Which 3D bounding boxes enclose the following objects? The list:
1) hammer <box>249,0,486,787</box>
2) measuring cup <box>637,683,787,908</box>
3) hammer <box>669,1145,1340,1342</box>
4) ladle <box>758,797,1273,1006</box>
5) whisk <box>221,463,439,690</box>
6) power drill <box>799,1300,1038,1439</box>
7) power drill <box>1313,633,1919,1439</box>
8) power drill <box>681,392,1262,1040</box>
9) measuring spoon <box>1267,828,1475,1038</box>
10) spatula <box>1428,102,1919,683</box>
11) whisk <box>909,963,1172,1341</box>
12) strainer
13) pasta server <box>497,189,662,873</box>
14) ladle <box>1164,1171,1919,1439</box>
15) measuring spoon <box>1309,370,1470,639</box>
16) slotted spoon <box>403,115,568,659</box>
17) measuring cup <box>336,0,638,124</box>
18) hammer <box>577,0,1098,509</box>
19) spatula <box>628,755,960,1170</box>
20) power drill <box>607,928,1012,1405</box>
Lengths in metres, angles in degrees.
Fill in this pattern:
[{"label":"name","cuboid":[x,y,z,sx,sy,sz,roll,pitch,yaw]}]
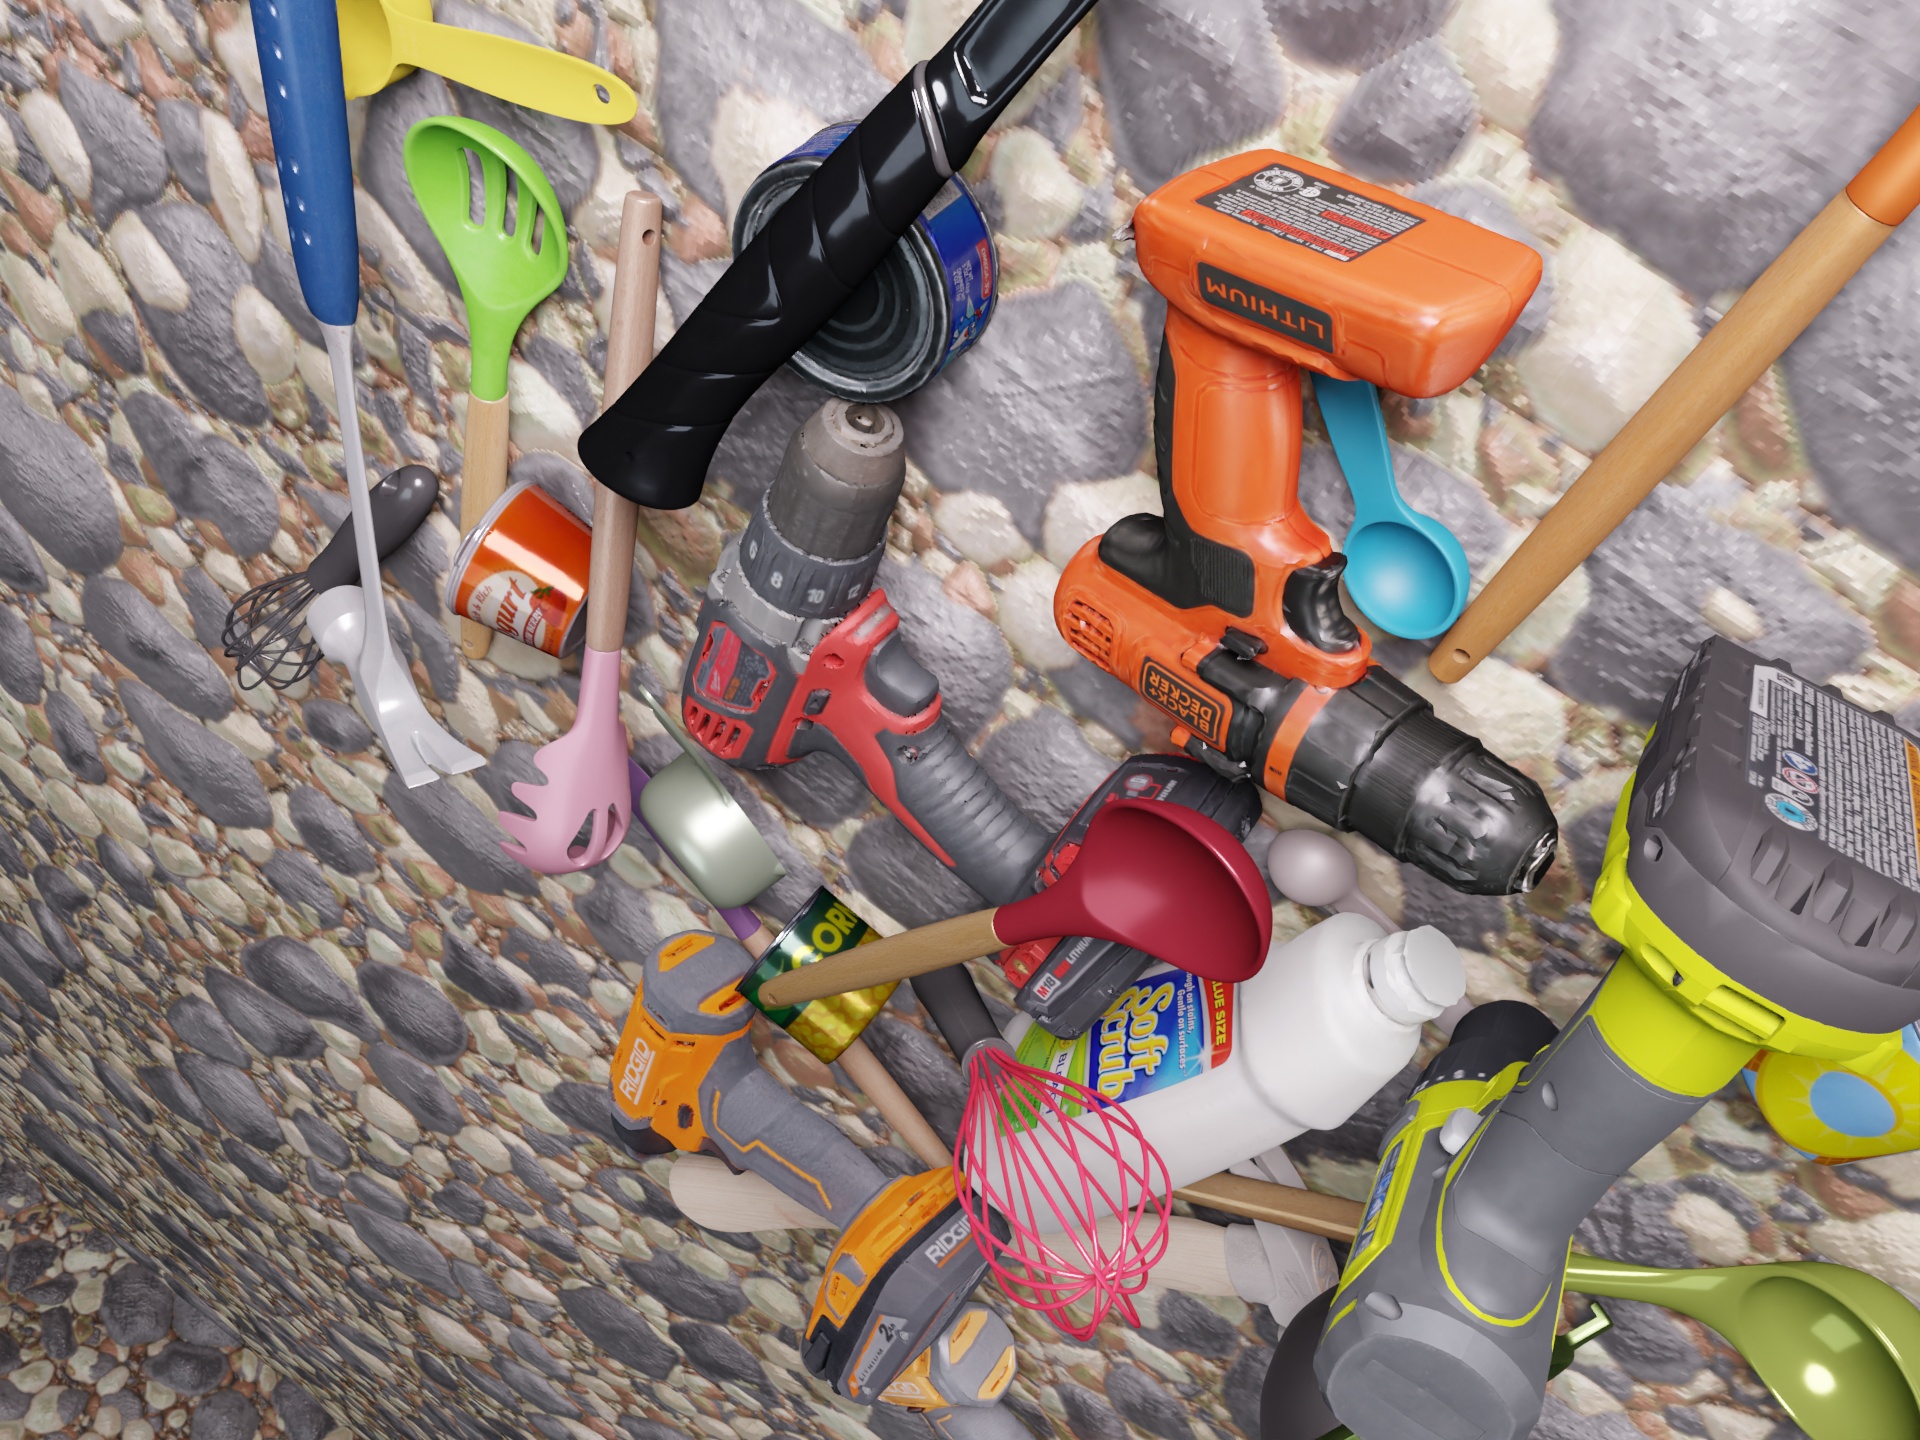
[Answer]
[{"label":"hammer","cuboid":[-0.236,-0.145,0.609,0.144,0.035,0.405,48,144,34]},{"label":"measuring cup","cuboid":[-0.126,0.034,0.708,0.083,0.038,0.167,46,168,26]},{"label":"hammer","cuboid":[-0.003,0.259,0.848,0.411,0.038,0.146,-4,122,34]},{"label":"ladle","cuboid":[0.003,0.083,0.594,0.315,0.031,0.069,-25,98,51]},{"label":"whisk","cuboid":[-0.322,-0.071,0.808,0.239,0.055,0.055,-27,107,44]},{"label":"power drill","cuboid":[0.002,0.466,1.029,0.185,0.084,0.226,-23,106,47]},{"label":"power drill","cuboid":[0.194,0.093,0.479,0.080,0.190,0.228,30,125,12]},{"label":"power drill","cuboid":[-0.001,-0.002,0.605,0.227,0.080,0.187,38,140,7]},{"label":"measuring spoon","cuboid":[0.161,0.090,0.605,0.124,0.018,0.034,46,140,-8]},{"label":"spatula","cuboid":[0.200,-0.101,0.383,0.081,0.041,0.322,35,141,5]},{"label":"whisk","cuboid":[0.016,0.144,0.629,0.073,0.073,0.296,56,177,-18]},{"label":"strainer","cuboid":[0.138,0.285,0.670,0.069,0.256,0.151,65,144,33]},{"label":"pasta server","cuboid":[-0.148,-0.058,0.649,0.040,0.060,0.316,37,128,34]},{"label":"ladle","cuboid":[0.210,0.222,0.634,0.320,0.062,0.078,6,121,26]},{"label":"measuring spoon","cuboid":[0.126,-0.086,0.477,0.042,0.021,0.128,4,121,53]},{"label":"slotted spoon","cuboid":[-0.205,-0.125,0.683,0.070,0.031,0.313,29,141,3]},{"label":"measuring cup","cuboid":[-0.171,-0.238,0.554,0.156,0.029,0.062,23,137,16]},{"label":"hammer","cuboid":[0.002,-0.179,0.427,0.149,0.036,0.409,49,131,-7]},{"label":"spatula","cuboid":[-0.094,0.130,0.836,0.315,0.018,0.060,54,152,-16]},{"label":"power drill","cuboid":[-0.095,0.235,0.824,0.227,0.084,0.164,41,131,19]}]
